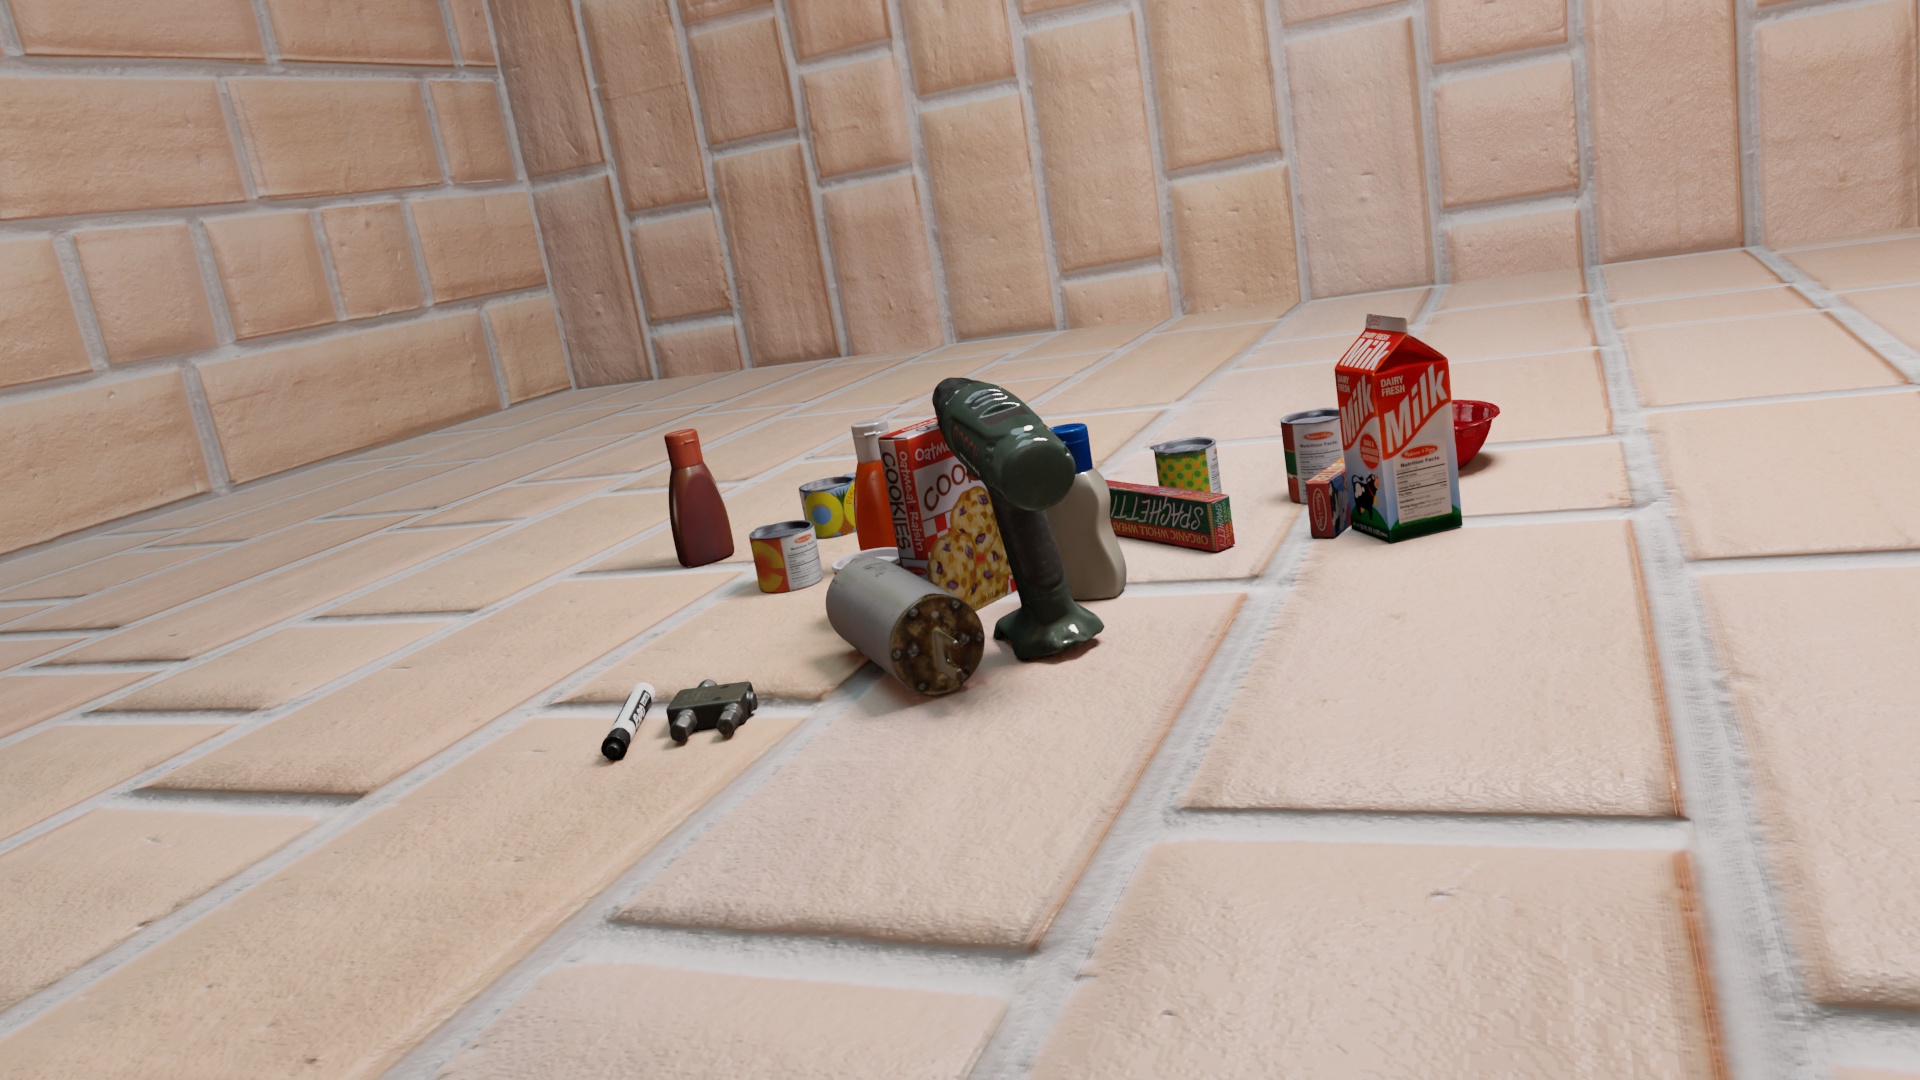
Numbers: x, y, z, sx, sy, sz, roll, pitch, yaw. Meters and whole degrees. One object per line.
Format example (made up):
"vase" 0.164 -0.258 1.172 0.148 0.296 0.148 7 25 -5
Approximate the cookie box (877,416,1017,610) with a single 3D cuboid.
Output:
"cookie box" -0.004 -0.024 1.207 0.040 0.167 0.123 3 18 42

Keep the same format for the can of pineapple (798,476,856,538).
"can of pineapple" -0.146 -0.038 1.589 0.071 0.057 0.071 -9 14 2

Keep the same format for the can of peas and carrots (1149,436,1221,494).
"can of peas and carrots" 0.238 -0.073 1.467 0.071 0.058 0.071 -9 14 2

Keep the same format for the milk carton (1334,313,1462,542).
"milk carton" 0.380 -0.102 1.212 0.073 0.190 0.072 -12 14 -10

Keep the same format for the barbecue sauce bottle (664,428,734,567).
"barbecue sauce bottle" -0.296 -0.048 1.542 0.065 0.148 0.043 -19 16 -34

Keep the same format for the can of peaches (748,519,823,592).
"can of peaches" -0.176 0.016 1.394 0.071 0.058 0.071 -9 14 2

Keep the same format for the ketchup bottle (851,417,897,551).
"ketchup bottle" -0.078 -0.046 1.386 0.065 0.148 0.043 -10 13 -1

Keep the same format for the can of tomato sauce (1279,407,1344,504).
"can of tomato sauce" 0.356 -0.085 1.382 0.071 0.083 0.071 -9 14 2

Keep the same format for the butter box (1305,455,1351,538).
"butter box" 0.348 -0.041 1.277 0.024 0.053 0.104 0 17 36

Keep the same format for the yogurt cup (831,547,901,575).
"yogurt cup" -0.077 0.041 1.235 0.072 0.053 0.072 -9 14 2

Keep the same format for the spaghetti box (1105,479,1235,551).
"spaghetti box" 0.170 -0.029 1.355 0.029 0.050 0.250 -18 16 -31

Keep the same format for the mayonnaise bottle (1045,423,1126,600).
"mayonnaise bottle" 0.101 -0.024 1.178 0.065 0.147 0.041 -3 15 25

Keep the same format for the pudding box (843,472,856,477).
"pudding box" -0.095 -0.062 1.668 0.084 0.049 0.030 -11 14 -6
